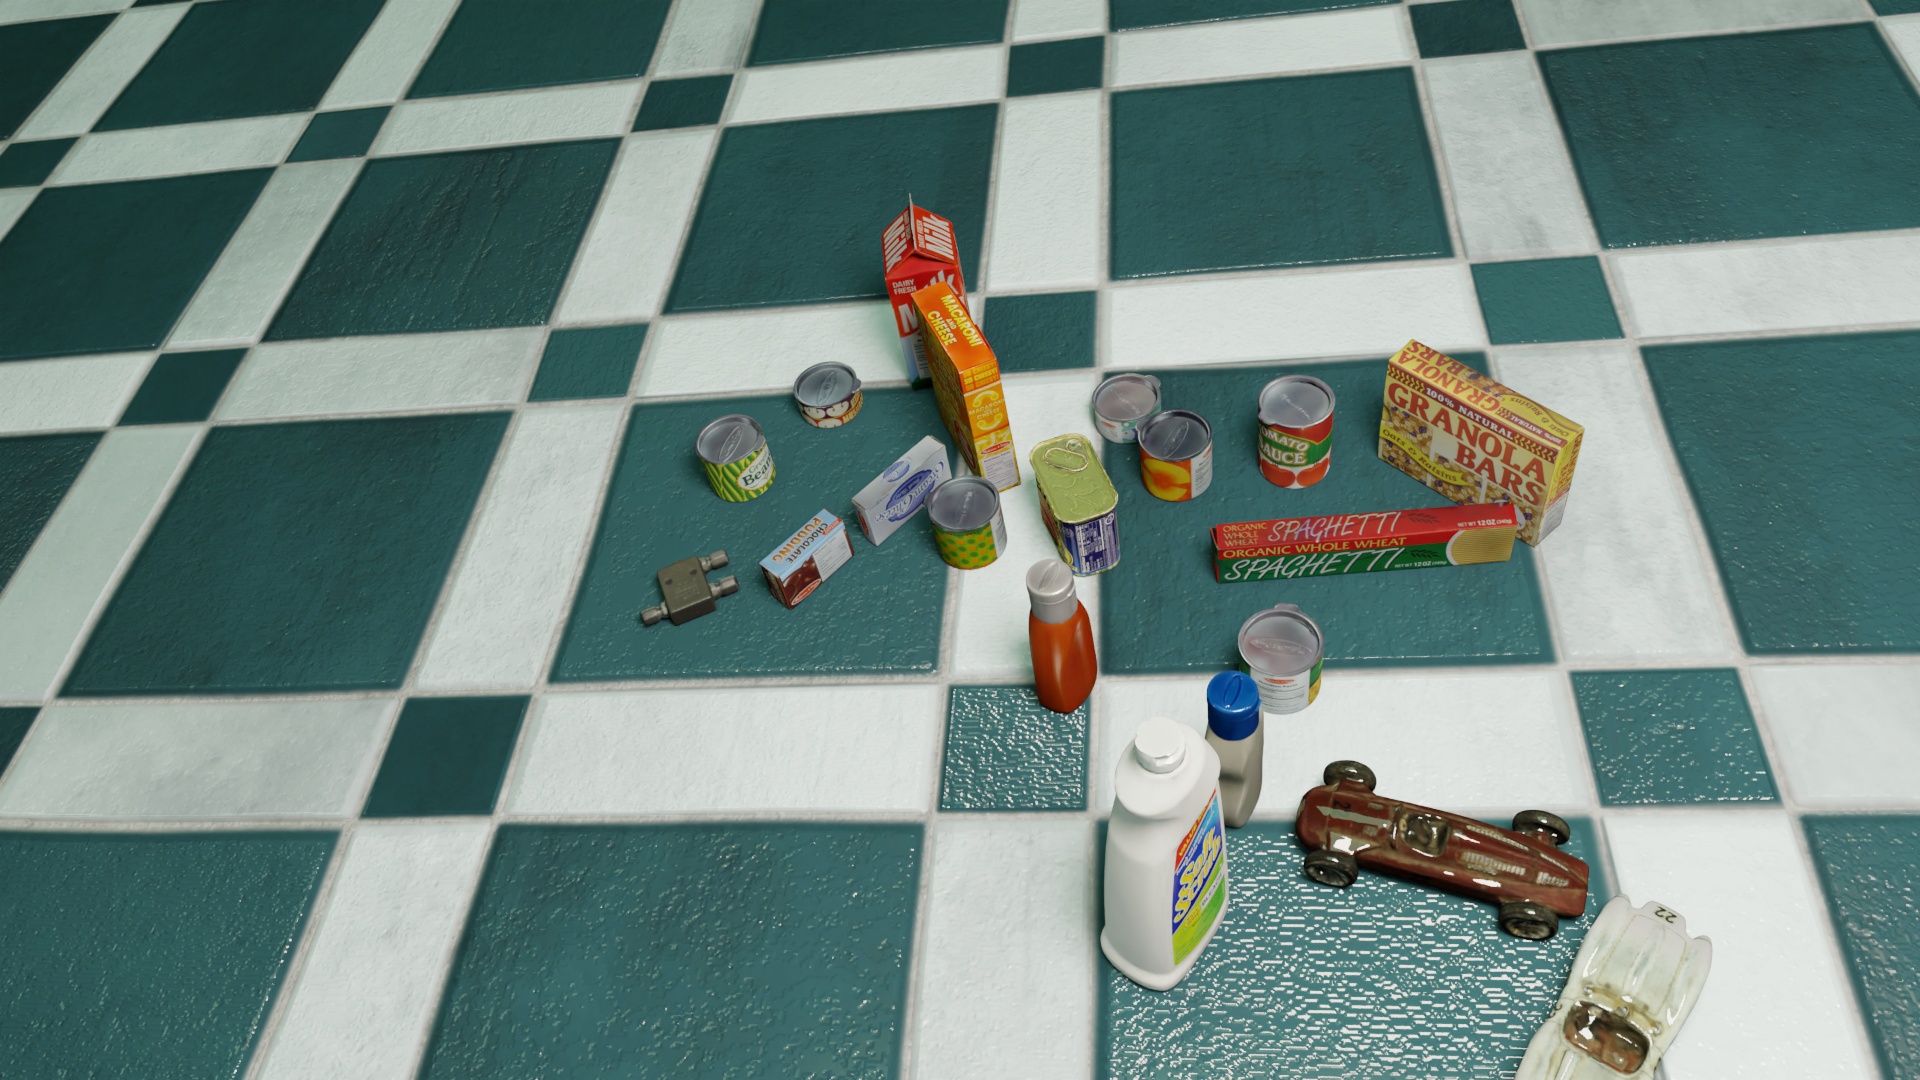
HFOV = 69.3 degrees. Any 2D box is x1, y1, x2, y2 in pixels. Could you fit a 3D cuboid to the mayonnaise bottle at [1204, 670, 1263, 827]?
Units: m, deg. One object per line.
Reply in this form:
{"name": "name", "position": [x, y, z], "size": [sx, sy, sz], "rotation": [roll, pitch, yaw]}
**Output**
{"name": "mayonnaise bottle", "position": [0.200, 0.150, 1.020], "size": [0.041, 0.147, 0.065], "rotation": [14, 55, 22]}

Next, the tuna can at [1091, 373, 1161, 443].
{"name": "tuna can", "position": [0.163, -0.128, 1.339], "size": [0.071, 0.032, 0.071], "rotation": [-6, 50, 7]}

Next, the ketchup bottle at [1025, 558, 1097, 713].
{"name": "ketchup bottle", "position": [0.080, 0.074, 1.108], "size": [0.043, 0.148, 0.065], "rotation": [17, 56, 24]}

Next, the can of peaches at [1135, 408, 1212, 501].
{"name": "can of peaches", "position": [0.196, -0.079, 1.274], "size": [0.071, 0.057, 0.071], "rotation": [-6, 50, 7]}

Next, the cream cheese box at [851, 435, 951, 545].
{"name": "cream cheese box", "position": [-0.054, -0.047, 1.300], "size": [0.024, 0.053, 0.104], "rotation": [33, 63, 32]}

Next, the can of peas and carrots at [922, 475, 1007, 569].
{"name": "can of peas and carrots", "position": [0.004, -0.016, 1.258], "size": [0.071, 0.058, 0.071], "rotation": [-6, 50, 7]}

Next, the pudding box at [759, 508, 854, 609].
{"name": "pudding box", "position": [-0.139, 0.017, 1.266], "size": [0.030, 0.049, 0.084], "rotation": [32, 63, 32]}

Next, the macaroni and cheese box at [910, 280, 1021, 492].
{"name": "macaroni and cheese box", "position": [0.006, -0.140, 1.292], "size": [0.040, 0.165, 0.124], "rotation": [-22, 50, -7]}

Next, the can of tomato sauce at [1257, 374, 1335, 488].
{"name": "can of tomato sauce", "position": [0.300, -0.096, 1.251], "size": [0.071, 0.082, 0.071], "rotation": [-6, 50, 7]}

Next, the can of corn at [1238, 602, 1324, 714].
{"name": "can of corn", "position": [0.257, 0.095, 1.115], "size": [0.071, 0.058, 0.071], "rotation": [-6, 50, 7]}

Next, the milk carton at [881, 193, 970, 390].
{"name": "milk carton", "position": [-0.032, -0.245, 1.373], "size": [0.073, 0.189, 0.073], "rotation": [-10, 49, 3]}

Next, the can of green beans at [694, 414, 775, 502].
{"name": "can of green beans", "position": [-0.219, -0.080, 1.358], "size": [0.071, 0.057, 0.071], "rotation": [-6, 50, 7]}

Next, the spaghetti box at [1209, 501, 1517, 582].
{"name": "spaghetti box", "position": [0.340, 0.002, 1.182], "size": [0.250, 0.050, 0.029], "rotation": [-5, 50, 7]}

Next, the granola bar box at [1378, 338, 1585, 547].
{"name": "granola bar box", "position": [0.438, -0.083, 1.186], "size": [0.039, 0.123, 0.166], "rotation": [-38, 53, -20]}

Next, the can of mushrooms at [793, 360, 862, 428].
{"name": "can of mushrooms", "position": [-0.132, -0.148, 1.414], "size": [0.071, 0.033, 0.071], "rotation": [-6, 50, 7]}
